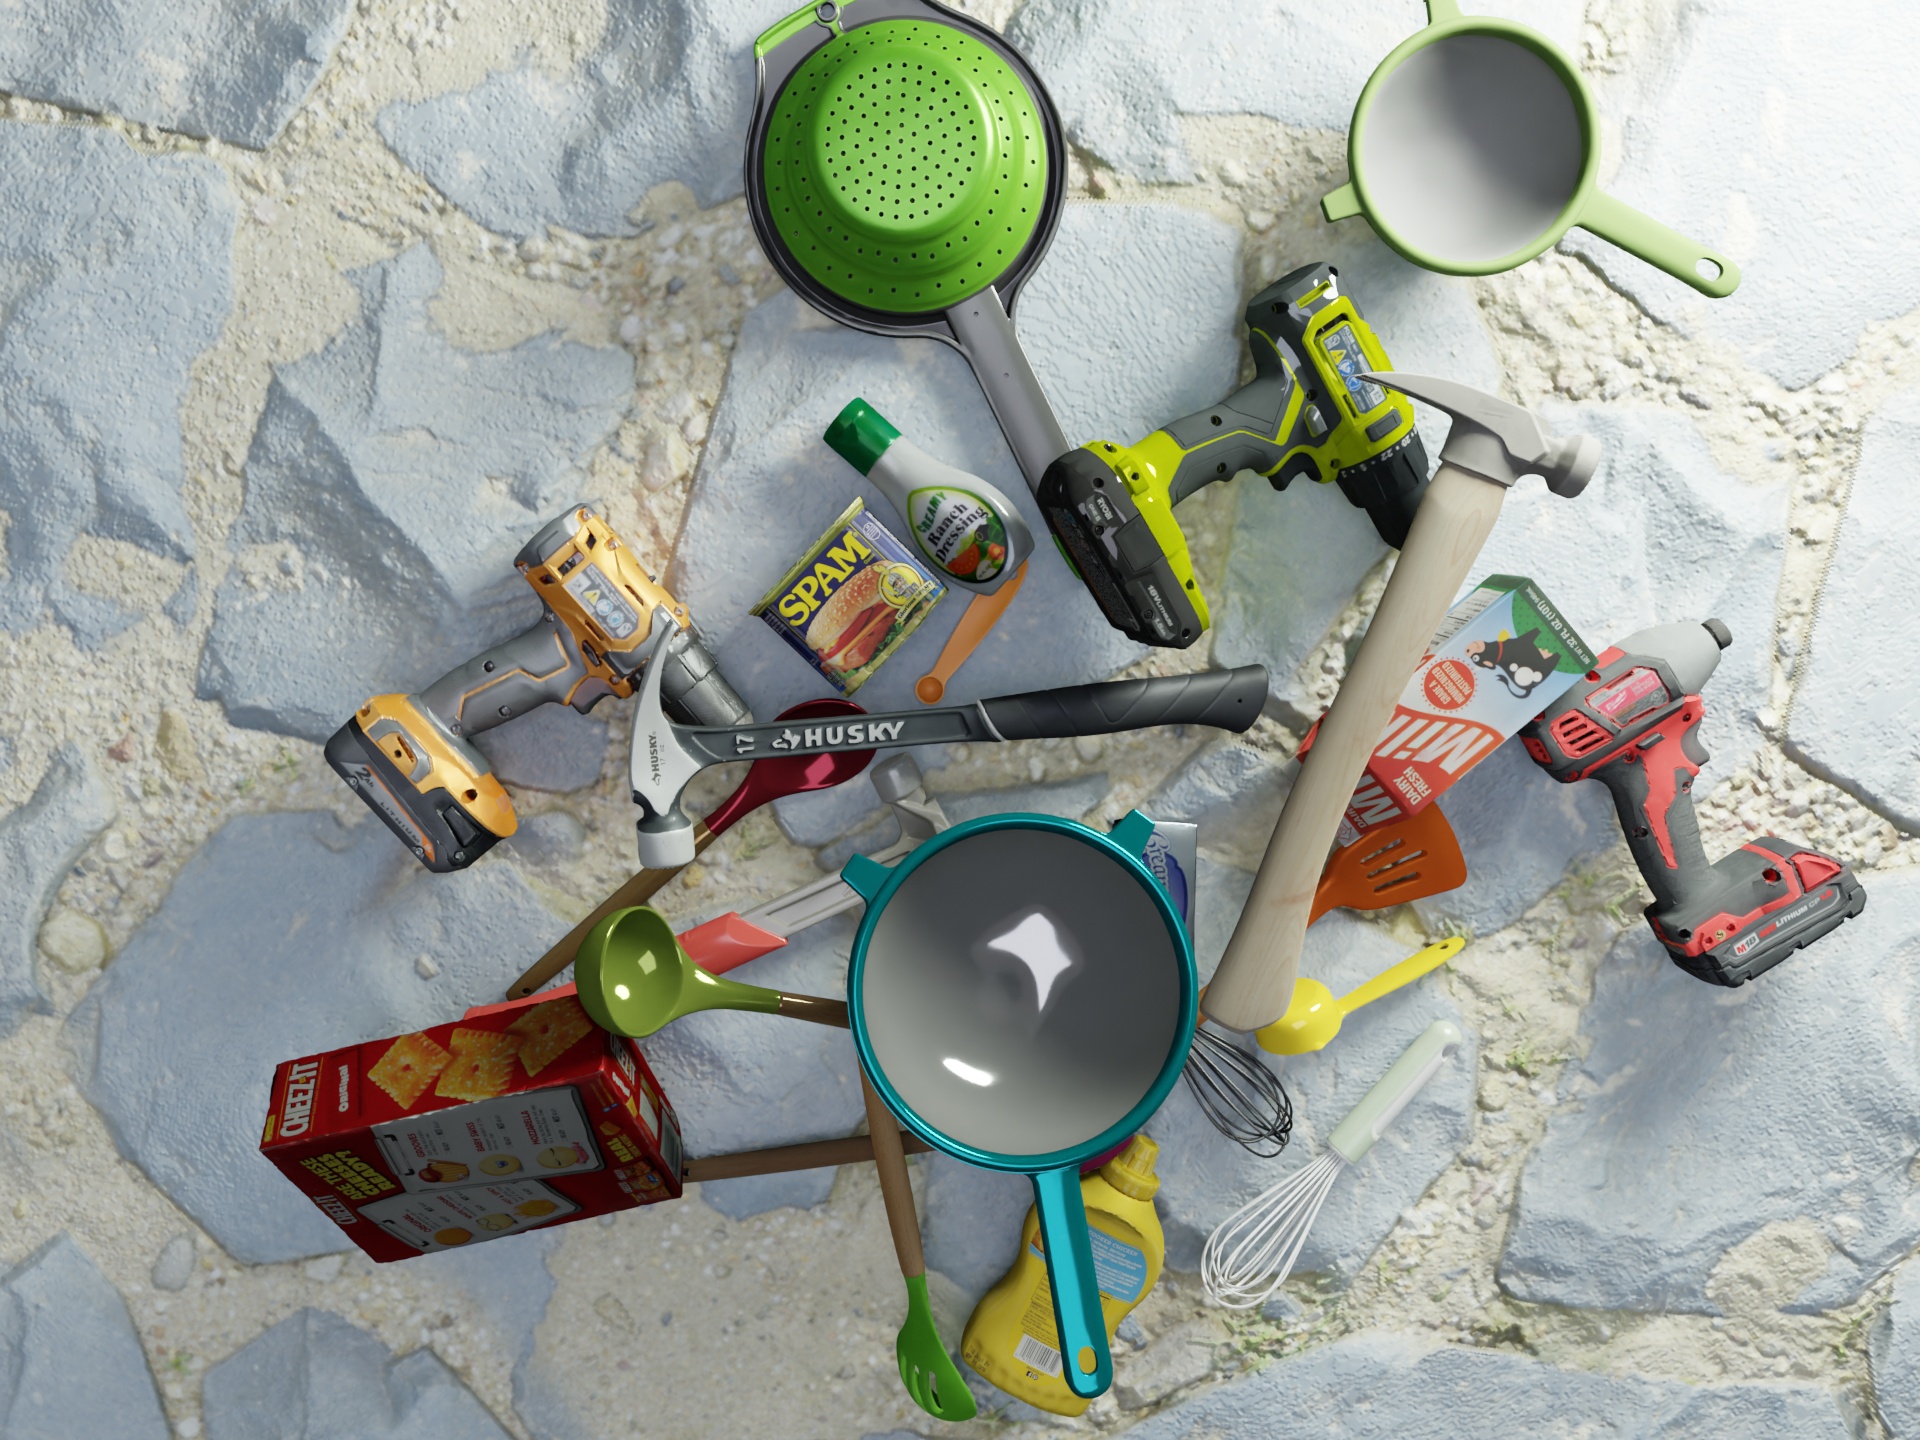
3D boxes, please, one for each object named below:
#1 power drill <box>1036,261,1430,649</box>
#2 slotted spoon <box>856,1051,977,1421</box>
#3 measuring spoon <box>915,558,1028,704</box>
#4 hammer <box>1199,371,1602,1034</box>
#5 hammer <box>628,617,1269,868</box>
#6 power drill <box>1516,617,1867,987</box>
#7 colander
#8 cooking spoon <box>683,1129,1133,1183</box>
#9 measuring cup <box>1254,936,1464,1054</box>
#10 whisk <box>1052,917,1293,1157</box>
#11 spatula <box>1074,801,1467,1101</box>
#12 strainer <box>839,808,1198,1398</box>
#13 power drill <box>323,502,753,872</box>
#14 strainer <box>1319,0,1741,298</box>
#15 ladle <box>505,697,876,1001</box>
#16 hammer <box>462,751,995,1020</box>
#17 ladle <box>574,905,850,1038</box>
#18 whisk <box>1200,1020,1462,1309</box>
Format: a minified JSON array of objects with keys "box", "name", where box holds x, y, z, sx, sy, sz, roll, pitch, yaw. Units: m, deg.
[{"box":[0.182,-0.144,0.982,0.228,0.080,0.190,-35,106,-7],"name":"power drill"},{"box":[-0.037,0.338,1.042,0.031,0.070,0.313,-26,115,-39],"name":"slotted spoon"},{"box":[0.008,-0.060,1.041,0.021,0.011,0.117,35,93,6],"name":"measuring spoon"},{"box":[0.230,-0.003,0.961,0.146,0.038,0.410,22,99,0],"name":"hammer"},{"box":[-0.002,-0.003,0.994,0.409,0.036,0.149,-6,102,-12],"name":"hammer"},{"box":[0.471,0.047,1.023,0.143,0.078,0.219,-33,94,4],"name":"power drill"},{"box":[0.002,-0.267,0.969,0.204,0.094,0.397,-26,97,4],"name":"colander"},{"box":[-0.043,0.286,1.072,0.319,0.017,0.069,-9,75,6],"name":"cooking spoon"},{"box":[0.263,0.171,1.051,0.156,0.062,0.029,-26,109,-7],"name":"measuring cup"},{"box":[0.134,0.200,1.058,0.239,0.055,0.055,44,96,-1],"name":"whisk"},{"box":[0.189,0.165,1.028,0.322,0.041,0.081,-37,117,-11],"name":"spatula"},{"box":[0.044,0.228,0.974,0.211,0.095,0.340,-9,83,-8],"name":"strainer"},{"box":[-0.261,0.000,1.017,0.226,0.084,0.185,-41,98,1],"name":"power drill"},{"box":[0.352,-0.320,0.974,0.256,0.069,0.151,26,95,-4],"name":"strainer"},{"box":[-0.183,0.089,1.051,0.315,0.031,0.069,-40,119,8],"name":"ladle"},{"box":[-0.161,0.159,1.045,0.359,0.037,0.149,-25,99,2],"name":"hammer"},{"box":[-0.087,0.181,1.001,0.320,0.062,0.078,15,67,-23],"name":"ladle"},{"box":[0.251,0.297,1.071,0.246,0.059,0.057,-49,133,2],"name":"whisk"}]
